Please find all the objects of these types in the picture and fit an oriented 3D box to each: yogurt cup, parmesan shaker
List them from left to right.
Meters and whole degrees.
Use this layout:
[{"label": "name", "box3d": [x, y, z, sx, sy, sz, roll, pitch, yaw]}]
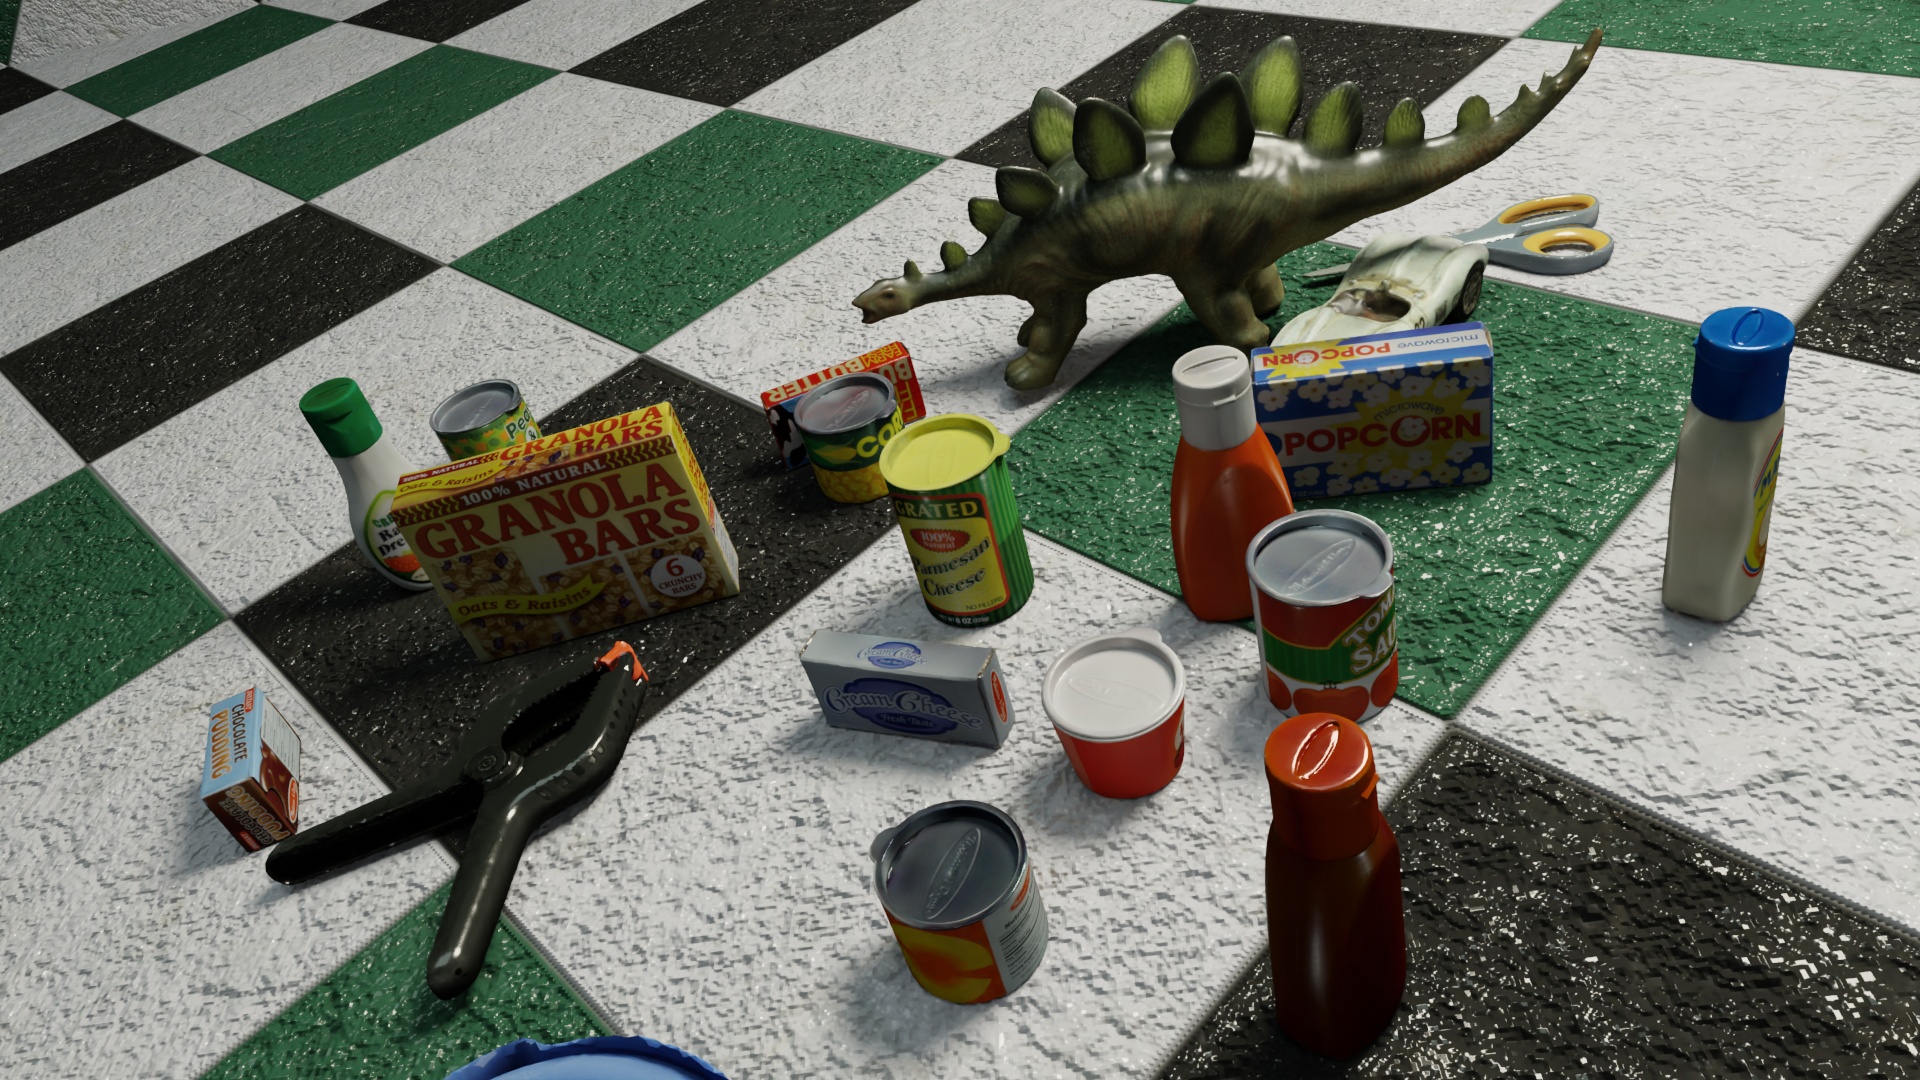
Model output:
[{"label": "parmesan shaker", "box3d": [0.003, -0.010, 0.765, 0.071, 0.102, 0.072, -10, 38, 8]}, {"label": "yogurt cup", "box3d": [0.076, 0.086, 0.662, 0.072, 0.053, 0.073, -10, 38, 8]}]

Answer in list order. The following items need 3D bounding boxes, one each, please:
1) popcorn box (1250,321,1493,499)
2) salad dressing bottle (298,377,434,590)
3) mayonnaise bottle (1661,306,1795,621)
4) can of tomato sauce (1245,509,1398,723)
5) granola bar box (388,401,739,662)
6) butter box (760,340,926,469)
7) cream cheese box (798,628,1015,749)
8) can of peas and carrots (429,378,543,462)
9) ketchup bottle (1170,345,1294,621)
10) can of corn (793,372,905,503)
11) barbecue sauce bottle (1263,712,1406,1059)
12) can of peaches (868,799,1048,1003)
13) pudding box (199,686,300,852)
[{"label": "popcorn box", "box3d": [0.229, -0.070, 0.773, 0.127, 0.084, 0.038, -5, 39, 14]}, {"label": "salad dressing bottle", "box3d": [-0.372, -0.035, 0.895, 0.064, 0.147, 0.044, -28, 39, -14]}, {"label": "mayonnaise bottle", "box3d": [0.351, -0.035, 0.635, 0.041, 0.147, 0.065, 18, 50, 36]}, {"label": "can of tomato sauce", "box3d": [0.175, 0.038, 0.661, 0.071, 0.082, 0.071, -10, 38, 8]}, {"label": "granola bar box", "box3d": [-0.229, -0.003, 0.823, 0.165, 0.123, 0.039, -15, 38, 2]}, {"label": "butter box", "box3d": [-0.078, -0.091, 0.934, 0.104, 0.053, 0.024, -23, 38, -8]}, {"label": "cream cheese box", "box3d": [-0.027, 0.076, 0.711, 0.104, 0.053, 0.024, 4, 43, 24]}, {"label": "can of peas and carrots", "box3d": [-0.336, -0.075, 1.002, 0.071, 0.058, 0.071, -10, 38, 8]}, {"label": "ketchup bottle", "box3d": [0.135, -0.027, 0.702, 0.065, 0.148, 0.044, -17, 38, 0]}, {"label": "can of corn", "box3d": [-0.065, -0.065, 0.894, 0.071, 0.058, 0.071, -10, 38, 8]}, {"label": "barbecue sauce bottle", "box3d": [0.138, 0.126, 0.514, 0.044, 0.147, 0.065, 17, 49, 36]}, {"label": "can of peaches", "box3d": [-0.001, 0.155, 0.600, 0.071, 0.057, 0.071, -10, 38, 8]}, {"label": "pudding box", "box3d": [-0.399, 0.128, 0.783, 0.030, 0.049, 0.084, -23, 39, -8]}]
